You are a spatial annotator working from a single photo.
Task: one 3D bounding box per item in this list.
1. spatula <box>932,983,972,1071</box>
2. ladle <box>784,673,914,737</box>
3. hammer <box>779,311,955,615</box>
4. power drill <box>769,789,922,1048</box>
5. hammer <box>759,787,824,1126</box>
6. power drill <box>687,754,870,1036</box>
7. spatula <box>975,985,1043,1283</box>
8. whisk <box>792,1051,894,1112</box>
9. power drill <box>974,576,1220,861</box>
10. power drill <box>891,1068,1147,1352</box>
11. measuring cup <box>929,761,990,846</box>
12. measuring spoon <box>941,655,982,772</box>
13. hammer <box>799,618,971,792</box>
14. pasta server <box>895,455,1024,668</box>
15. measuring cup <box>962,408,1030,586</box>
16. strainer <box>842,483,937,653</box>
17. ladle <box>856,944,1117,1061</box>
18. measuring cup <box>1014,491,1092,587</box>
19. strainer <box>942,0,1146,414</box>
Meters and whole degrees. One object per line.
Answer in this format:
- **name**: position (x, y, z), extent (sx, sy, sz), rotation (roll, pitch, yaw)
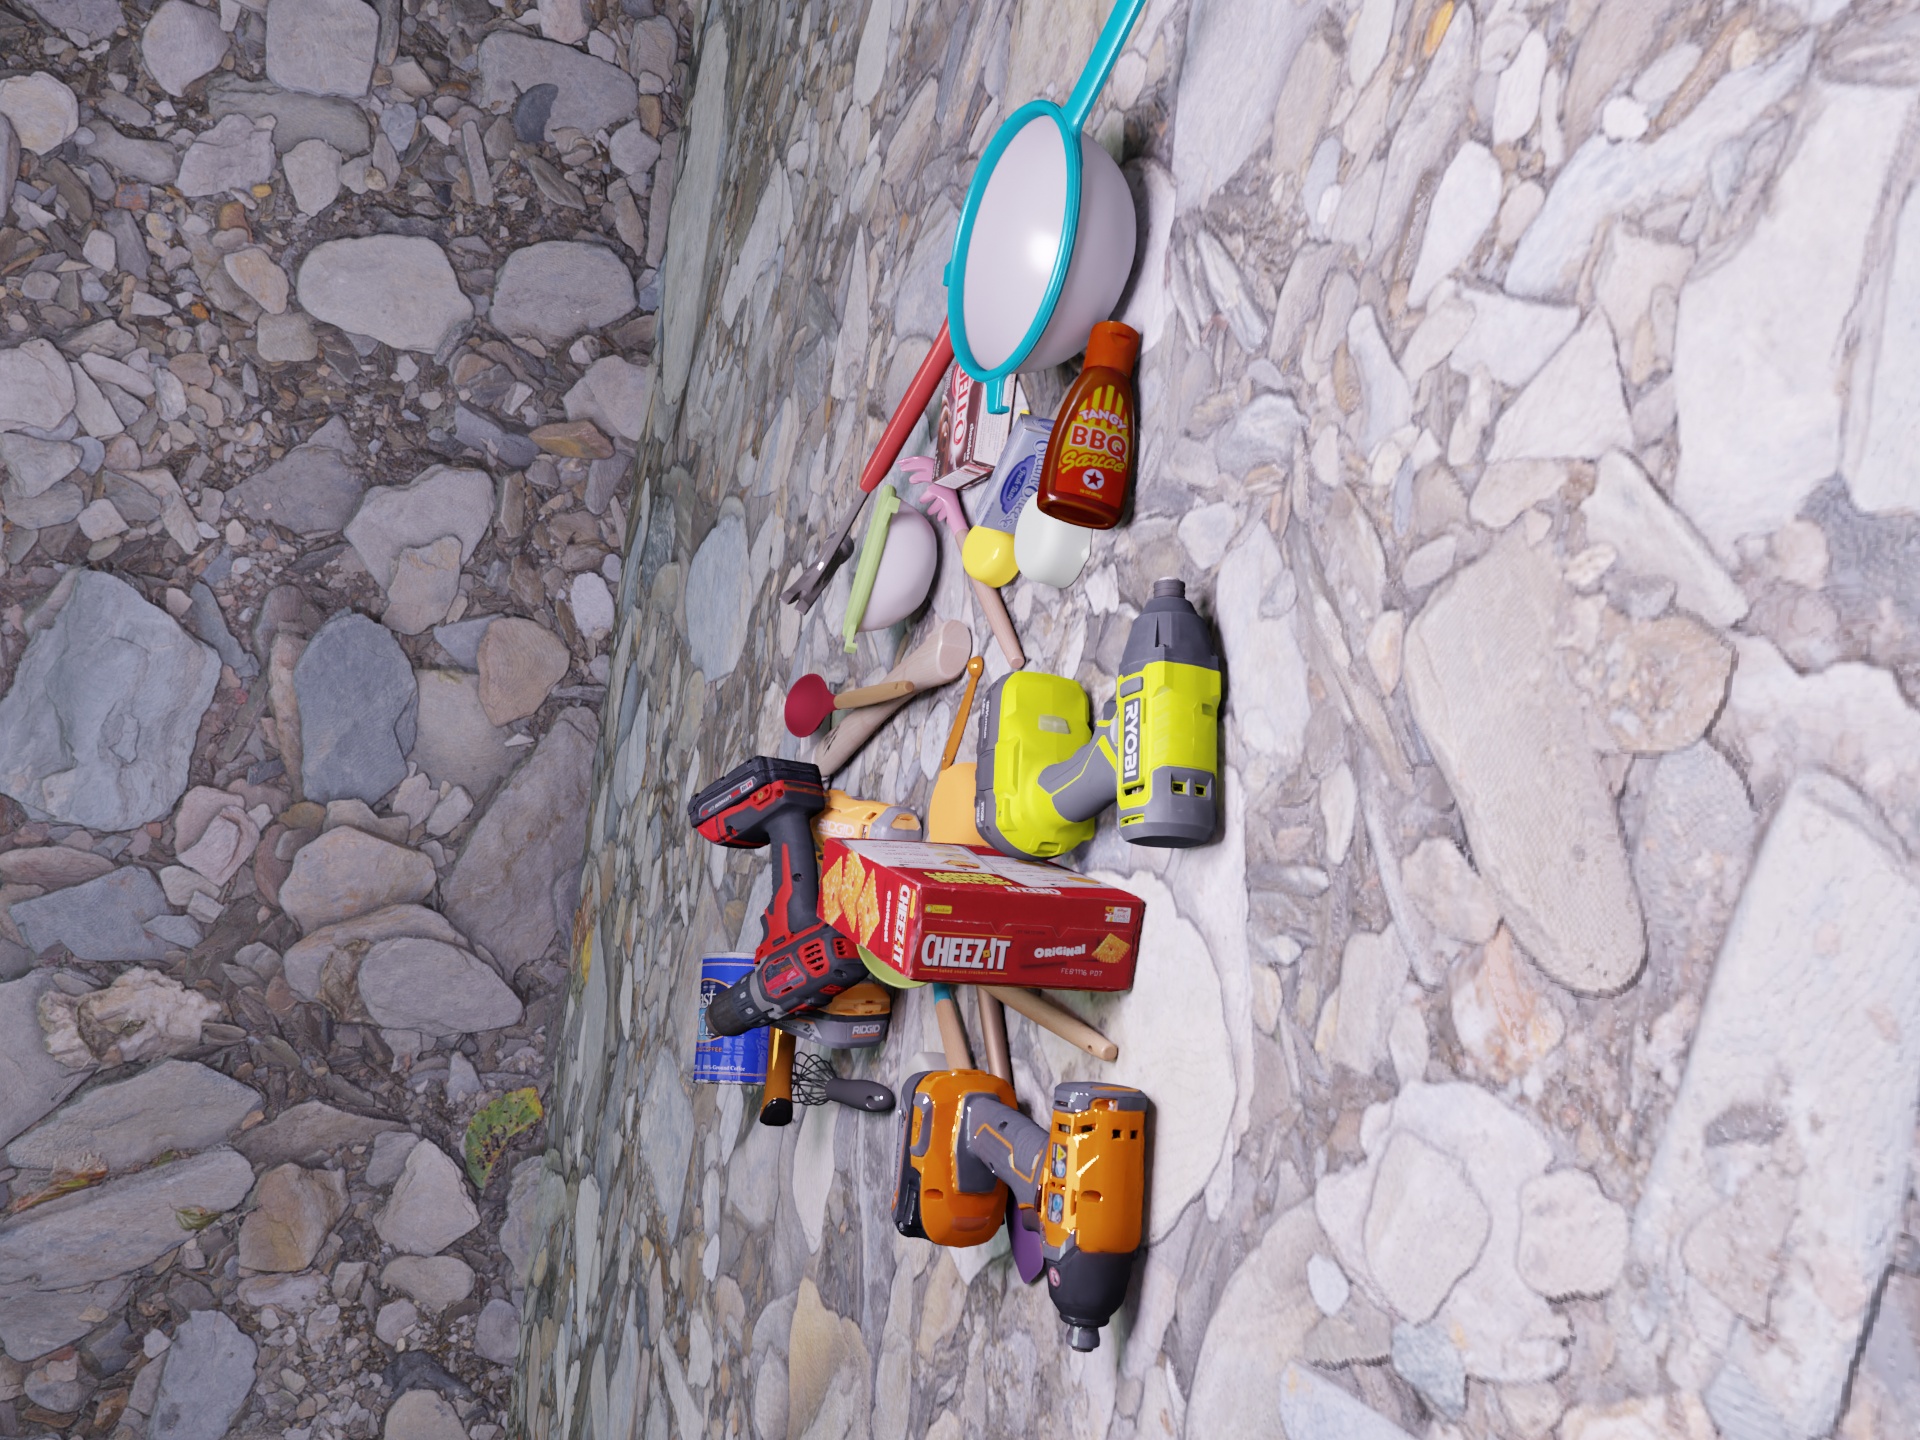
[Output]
- **spatula**: position (-0.017, 0.249, 1.298), extent (0.082, 0.044, 0.318), rotation (-44, 36, 19)
- **ladle**: position (-0.110, -0.022, 1.562), extent (0.315, 0.031, 0.069), rotation (172, 107, -66)
- **hammer**: position (-0.071, -0.264, 1.544), extent (0.359, 0.036, 0.149), rotation (-56, 3, 33)
- **power drill**: position (-0.132, 0.177, 1.497), extent (0.185, 0.084, 0.226), rotation (9, 90, 41)
- **hammer**: position (-0.175, 0.236, 1.598), extent (0.127, 0.034, 0.337), rotation (128, 148, -62)
- **power drill**: position (-0.179, 0.165, 1.444), extent (0.188, 0.080, 0.227), rotation (-31, 64, 32)
- **spatula**: position (0.029, 0.269, 1.218), extent (0.059, 0.018, 0.316), rotation (118, 150, -49)
- **whisk**: position (-0.119, 0.351, 1.526), extent (0.239, 0.055, 0.055), rotation (-14, 70, 62)
- **power drill**: position (0.095, 0.009, 1.077), extent (0.223, 0.080, 0.171), rotation (-24, 61, 61)
- **power drill**: position (0.040, 0.320, 1.074), extent (0.226, 0.084, 0.164), rotation (-10, 72, 58)
- **measuring cup**: position (-0.006, 0.067, 1.329), extent (0.174, 0.052, 0.095), rotation (-147, 67, -64)
- **measuring spoon**: position (-0.002, -0.004, 1.401), extent (0.021, 0.011, 0.117), rotation (-120, 43, -57)
- **hammer**: position (-0.085, -0.020, 1.581), extent (0.410, 0.038, 0.146), rotation (142, 134, -60)
- **pasta server**: position (0.002, -0.145, 1.407), extent (0.040, 0.060, 0.317), rotation (-28, 43, 7)
- **measuring cup**: position (0.034, -0.191, 1.340), extent (0.062, 0.029, 0.156), rotation (2, 80, 49)
- **strainer**: position (-0.062, -0.158, 1.557), extent (0.256, 0.069, 0.151), rotation (-93, 20, -73)
- **ladle**: position (0.013, 0.201, 1.197), extent (0.320, 0.062, 0.078), rotation (18, 121, 60)
- **measuring cup**: position (0.080, -0.184, 1.223), extent (0.083, 0.038, 0.167), rotation (-127, 47, -61)
- **strainer**: position (0.098, -0.401, 1.185), extent (0.340, 0.095, 0.211), rotation (-59, 34, 40)
